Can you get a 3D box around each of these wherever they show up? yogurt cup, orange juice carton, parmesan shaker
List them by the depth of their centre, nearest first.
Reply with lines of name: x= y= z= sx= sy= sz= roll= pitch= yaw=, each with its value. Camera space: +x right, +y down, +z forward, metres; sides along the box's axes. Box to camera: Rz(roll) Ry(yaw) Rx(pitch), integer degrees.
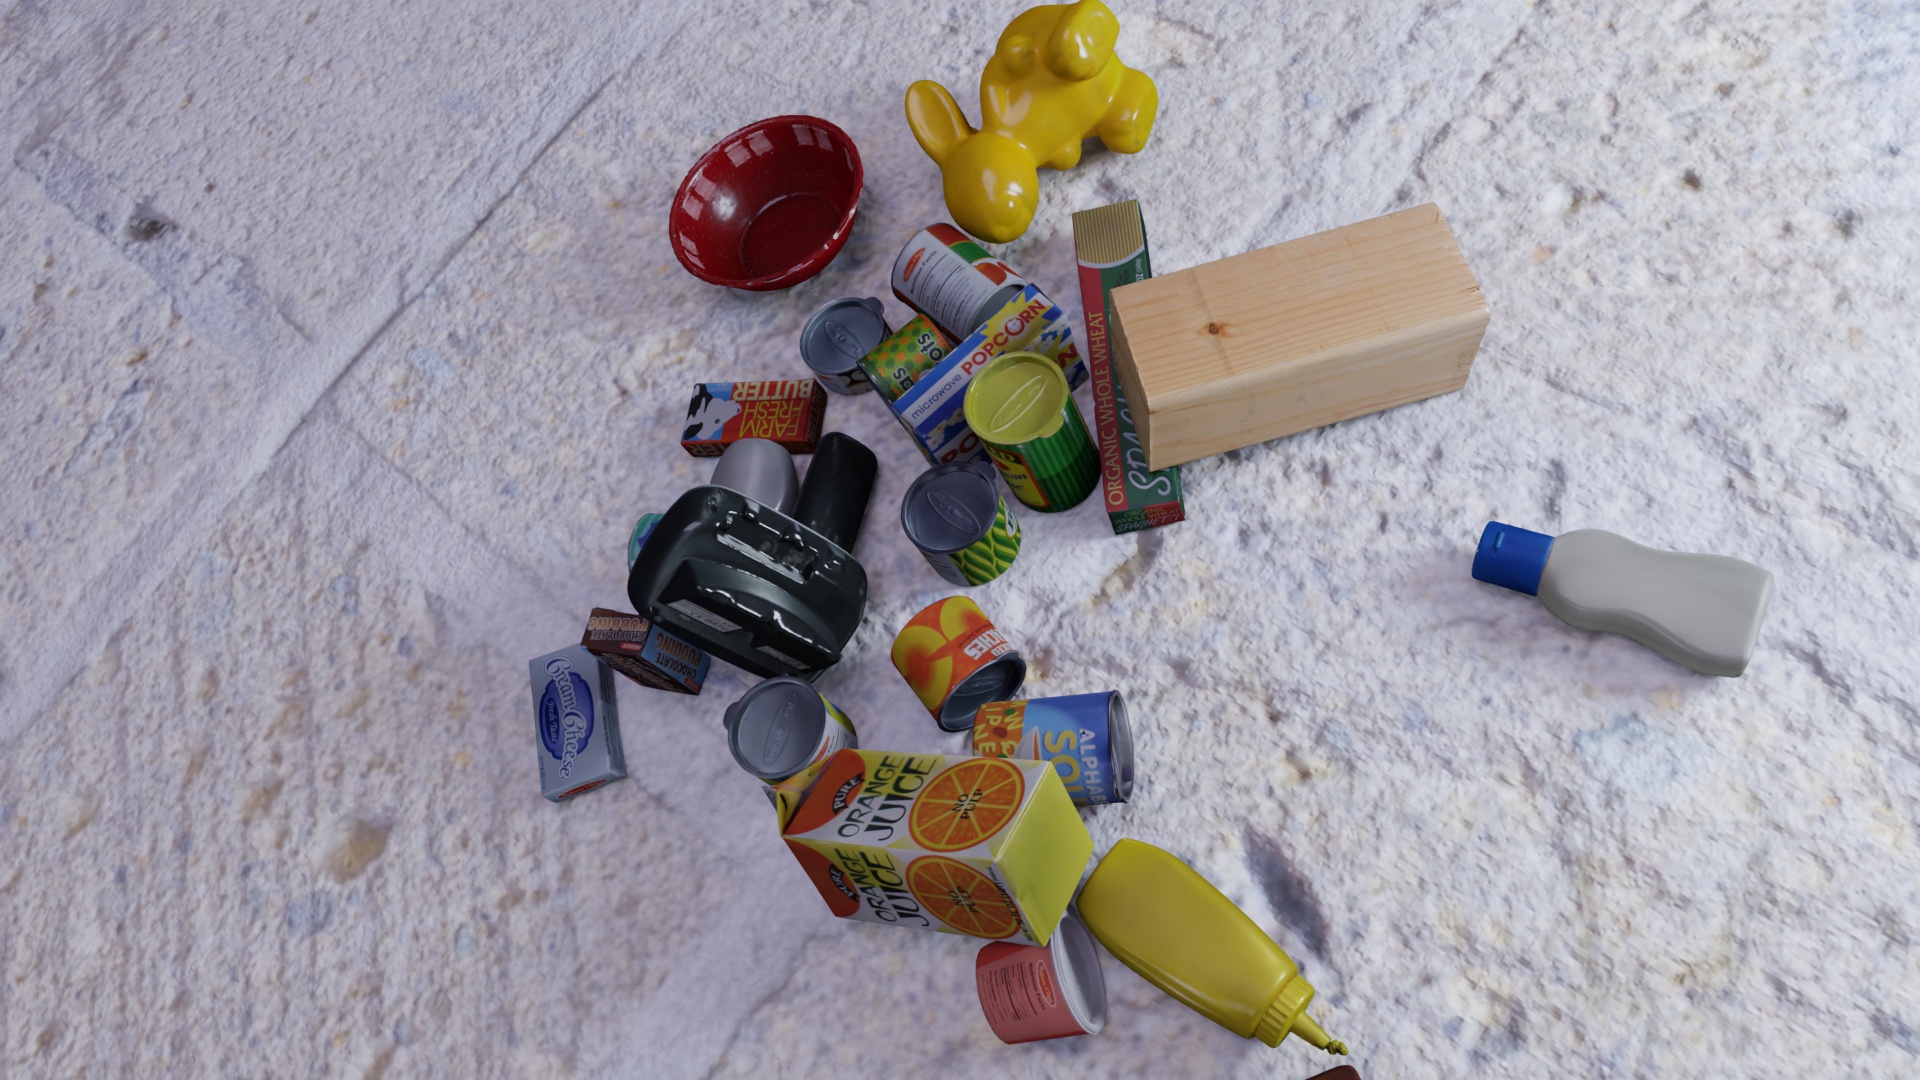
yogurt cup: x=0.044 y=0.246 z=0.772 sx=0.054 sy=0.072 sz=0.072 roll=-22 pitch=60 yaw=17
orange juice carton: x=-0.030 y=0.172 z=0.800 sx=0.192 sy=0.071 sz=0.073 roll=-3 pitch=37 yaw=36
parmesan shaker: x=0.050 y=-0.066 z=0.897 sx=0.071 sy=0.102 sz=0.071 roll=-8 pitch=63 yaw=16

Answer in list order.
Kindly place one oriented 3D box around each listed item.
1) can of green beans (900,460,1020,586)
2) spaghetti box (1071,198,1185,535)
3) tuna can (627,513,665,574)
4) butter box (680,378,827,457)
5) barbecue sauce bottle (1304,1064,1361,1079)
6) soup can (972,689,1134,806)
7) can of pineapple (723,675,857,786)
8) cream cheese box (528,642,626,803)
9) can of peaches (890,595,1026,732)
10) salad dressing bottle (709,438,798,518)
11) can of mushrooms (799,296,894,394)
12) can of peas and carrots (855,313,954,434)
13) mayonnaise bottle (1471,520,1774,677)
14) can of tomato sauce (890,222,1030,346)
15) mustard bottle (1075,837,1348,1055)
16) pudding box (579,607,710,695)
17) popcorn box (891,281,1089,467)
can of green beans: x=0.001 y=-0.010 z=0.912 sx=0.071 sy=0.057 sz=0.071 roll=-8 pitch=63 yaw=16
spaghetti box: x=0.113 y=-0.124 z=0.946 sx=0.050 sy=0.028 sz=0.251 roll=-10 pitch=62 yaw=13
tuna can: x=-0.200 y=0.015 z=0.963 sx=0.033 sy=0.071 sz=0.071 roll=-3 pitch=65 yaw=17
butter box: x=-0.152 y=-0.090 z=1.022 sx=0.103 sy=0.024 sz=0.053 roll=0 pitch=65 yaw=19
barbecue sauce bottle: x=0.148 y=0.327 z=0.708 sx=0.148 sy=0.043 sz=0.065 roll=-27 pitch=61 yaw=5
soup can: x=0.055 y=0.127 z=0.821 sx=0.084 sy=0.071 sz=0.071 roll=-8 pitch=63 yaw=16
can of pineapple: x=-0.107 y=0.125 z=0.883 sx=0.071 sy=0.057 sz=0.071 roll=-8 pitch=63 yaw=15
cream cheese box: x=-0.265 y=0.123 z=0.957 sx=0.053 sy=0.024 sz=0.104 roll=-20 pitch=61 yaw=7
can of peaches: x=-0.001 y=0.075 z=0.866 sx=0.071 sy=0.071 sz=0.058 roll=-39 pitch=59 yaw=-2
salad dressing bottle: x=-0.149 y=0.003 z=0.966 sx=0.064 sy=0.044 sz=0.148 roll=-2 pitch=66 yaw=16
can of mushrooms: x=-0.079 y=-0.144 z=1.019 sx=0.071 sy=0.033 sz=0.071 roll=-8 pitch=63 yaw=16
can of peas and carrots: x=-0.030 y=-0.115 z=0.967 sx=0.059 sy=0.070 sz=0.071 roll=-38 pitch=60 yaw=-2
mayonnaise bottle: x=0.368 y=0.026 z=0.782 sx=0.148 sy=0.041 sz=0.065 roll=18 pitch=71 yaw=27
can of tomato sauce: x=0.003 y=-0.177 z=0.990 sx=0.071 sy=0.071 sz=0.083 roll=-45 pitch=60 yaw=-6
mustard bottle: x=0.139 y=0.229 z=0.755 sx=0.160 sy=0.048 sz=0.065 roll=34 pitch=79 yaw=28
pudding box: x=-0.210 y=0.075 z=0.928 sx=0.049 sy=0.083 sz=0.030 roll=7 pitch=68 yaw=21
popcorn box: x=0.022 y=-0.101 z=0.934 sx=0.127 sy=0.085 sz=0.038 roll=-42 pitch=61 yaw=-4
